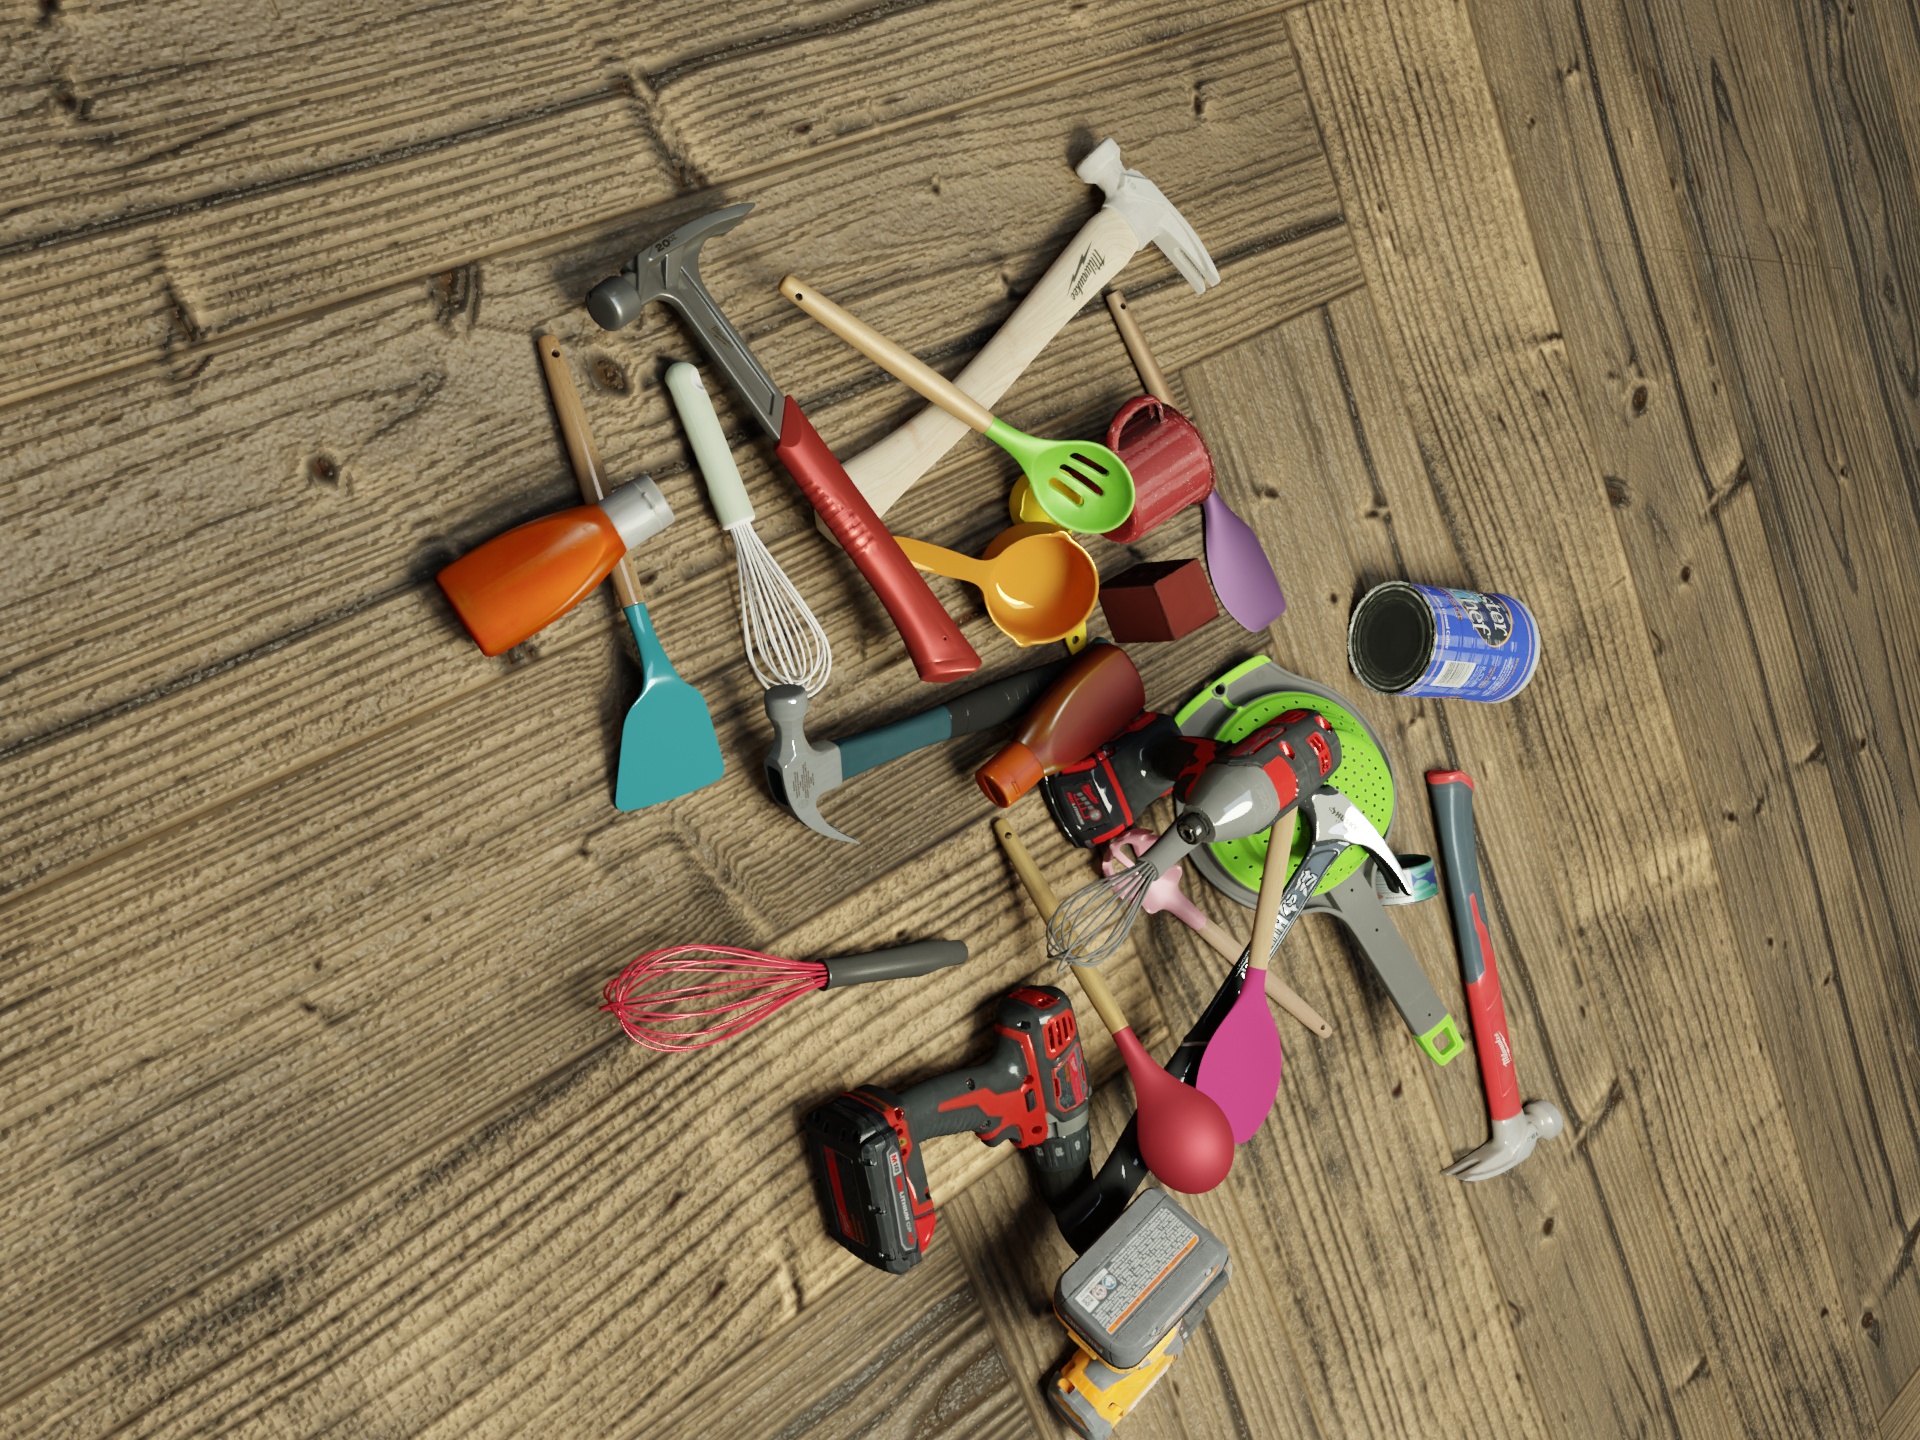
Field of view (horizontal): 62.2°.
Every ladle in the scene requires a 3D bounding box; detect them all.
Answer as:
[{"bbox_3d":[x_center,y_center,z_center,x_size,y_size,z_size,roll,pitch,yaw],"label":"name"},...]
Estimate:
[{"bbox_3d":[0.108,0.209,1.194,0.069,0.031,0.315,-29,76,-6],"label":"ladle"}]

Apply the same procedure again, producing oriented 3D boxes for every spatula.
[{"bbox_3d":[-0.231,-0.100,1.061,0.082,0.044,0.317,-19,95,-30],"label":"spatula"},{"bbox_3d":[0.194,-0.215,1.336,0.060,0.018,0.315,-34,108,-18],"label":"spatula"}]

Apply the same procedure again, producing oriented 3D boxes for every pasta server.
[{"bbox_3d":[0.222,0.187,1.338,0.316,0.040,0.060,41,81,-27],"label":"pasta server"}]

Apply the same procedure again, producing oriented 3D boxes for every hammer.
[{"bbox_3d":[-0.002,-0.004,1.183,0.331,0.033,0.128,-20,120,-36],"label":"hammer"},{"bbox_3d":[0.040,-0.271,1.217,0.146,0.038,0.411,45,68,-12],"label":"hammer"},{"bbox_3d":[-0.096,-0.180,1.100,0.149,0.037,0.359,-44,104,-35],"label":"hammer"},{"bbox_3d":[0.480,0.238,1.503,0.143,0.038,0.386,-17,99,-30],"label":"hammer"},{"bbox_3d":[0.199,0.235,1.225,0.149,0.036,0.409,36,81,-12],"label":"hammer"}]

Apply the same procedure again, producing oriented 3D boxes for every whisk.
[{"bbox_3d":[-0.151,-0.129,1.101,0.058,0.059,0.246,-46,116,-72],"label":"whisk"},{"bbox_3d":[0.144,0.116,1.217,0.239,0.055,0.055,-38,109,-36],"label":"whisk"},{"bbox_3d":[-0.113,0.181,1.113,0.295,0.073,0.073,-3,91,-38],"label":"whisk"}]

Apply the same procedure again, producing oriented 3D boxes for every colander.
[{"bbox_3d":[0.333,0.130,1.331,0.204,0.094,0.397,-36,99,-14],"label":"colander"}]

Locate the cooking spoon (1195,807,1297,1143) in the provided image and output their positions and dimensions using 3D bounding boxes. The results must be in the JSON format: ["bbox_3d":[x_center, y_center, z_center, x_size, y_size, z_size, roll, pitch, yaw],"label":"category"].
[{"bbox_3d":[0.229,0.162,1.205,0.068,0.017,0.319,12,88,-17],"label":"cooking spoon"}]

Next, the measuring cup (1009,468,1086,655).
[{"bbox_3d":[0.074,-0.124,1.260,0.062,0.029,0.156,-23,114,-27],"label":"measuring cup"}]

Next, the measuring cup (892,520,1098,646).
[{"bbox_3d":[0.018,-0.118,1.201,0.173,0.052,0.095,14,111,-14],"label":"measuring cup"}]

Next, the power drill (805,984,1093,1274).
[{"bbox_3d":[0.009,0.320,1.179,0.226,0.080,0.187,-21,108,-35],"label":"power drill"}]

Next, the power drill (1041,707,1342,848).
[{"bbox_3d":[0.164,0.046,1.193,0.143,0.220,0.078,-33,106,-29],"label":"power drill"}]

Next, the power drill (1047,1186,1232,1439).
[{"bbox_3d":[0.147,0.439,1.208,0.185,0.084,0.226,-38,149,-25],"label":"power drill"}]

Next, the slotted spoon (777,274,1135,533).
[{"bbox_3d":[0.001,-0.230,1.150,0.313,0.031,0.070,30,118,-26],"label":"slotted spoon"}]
